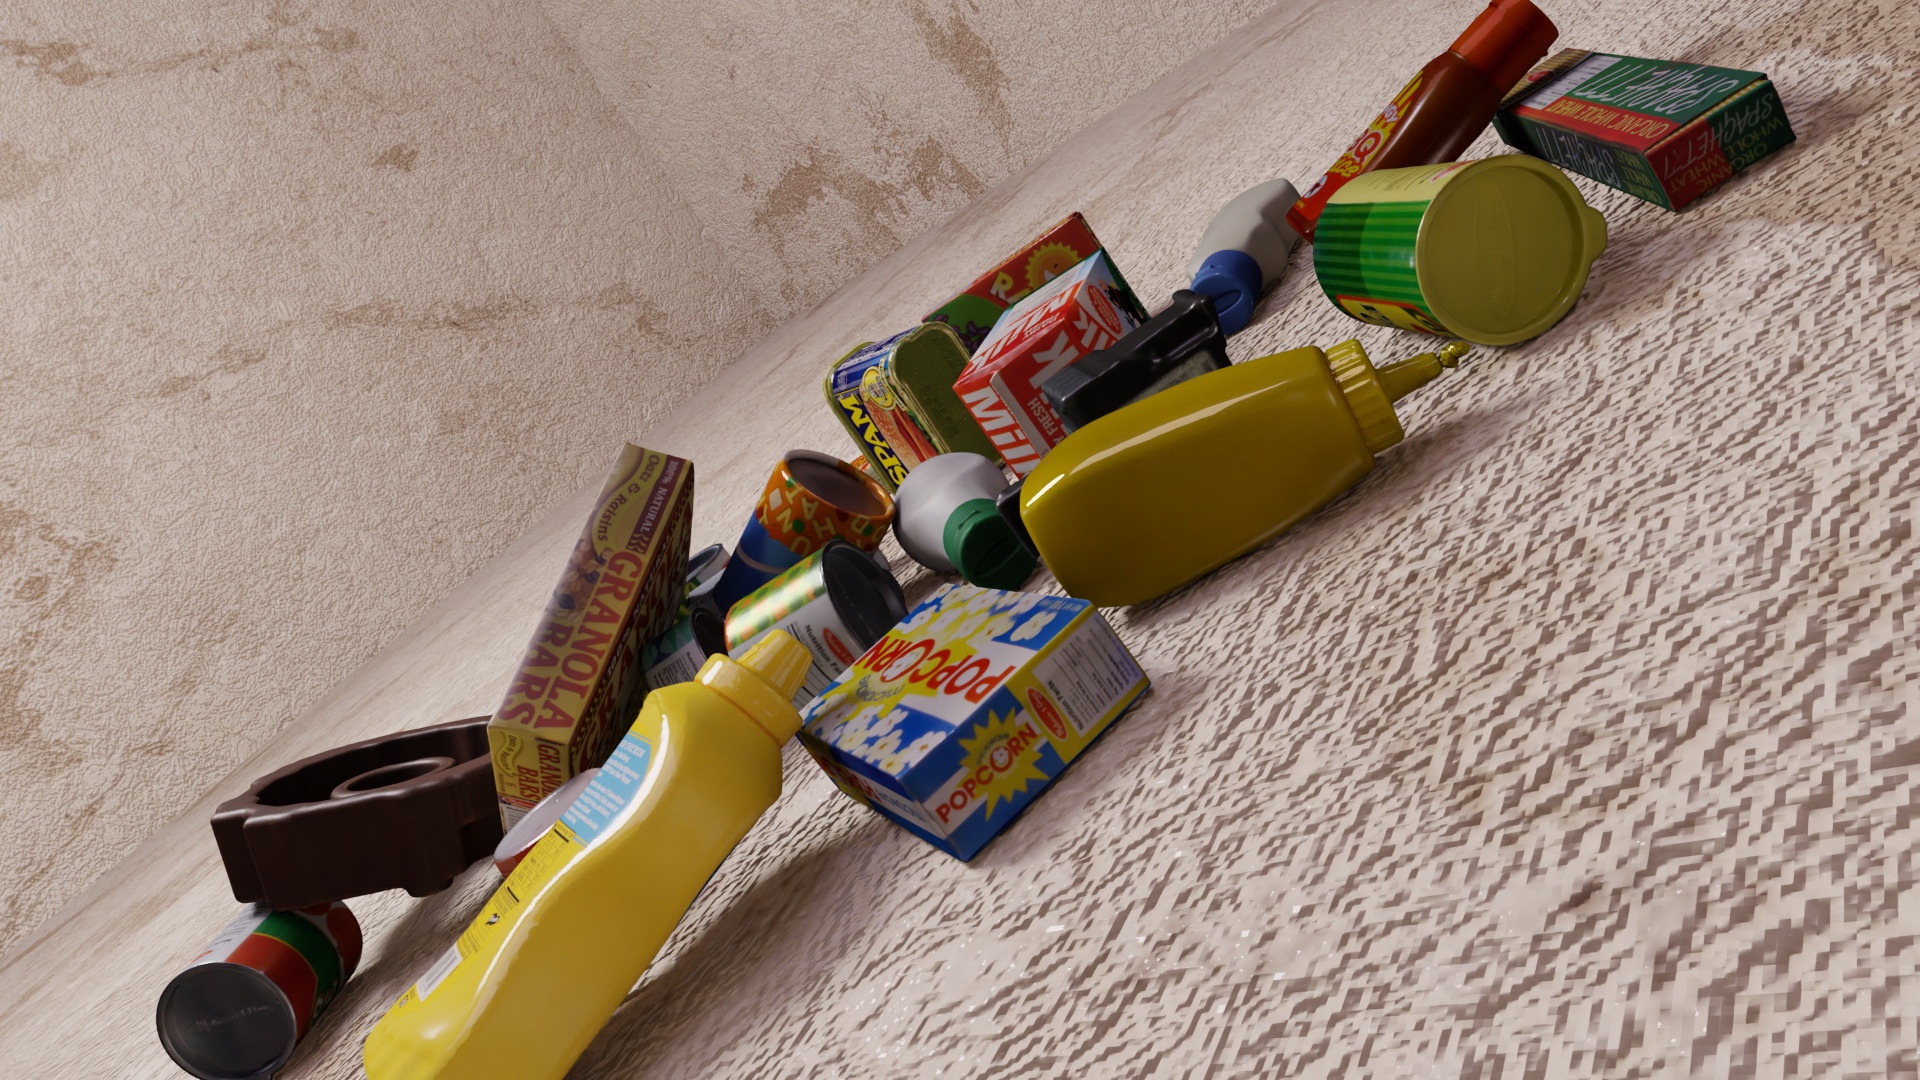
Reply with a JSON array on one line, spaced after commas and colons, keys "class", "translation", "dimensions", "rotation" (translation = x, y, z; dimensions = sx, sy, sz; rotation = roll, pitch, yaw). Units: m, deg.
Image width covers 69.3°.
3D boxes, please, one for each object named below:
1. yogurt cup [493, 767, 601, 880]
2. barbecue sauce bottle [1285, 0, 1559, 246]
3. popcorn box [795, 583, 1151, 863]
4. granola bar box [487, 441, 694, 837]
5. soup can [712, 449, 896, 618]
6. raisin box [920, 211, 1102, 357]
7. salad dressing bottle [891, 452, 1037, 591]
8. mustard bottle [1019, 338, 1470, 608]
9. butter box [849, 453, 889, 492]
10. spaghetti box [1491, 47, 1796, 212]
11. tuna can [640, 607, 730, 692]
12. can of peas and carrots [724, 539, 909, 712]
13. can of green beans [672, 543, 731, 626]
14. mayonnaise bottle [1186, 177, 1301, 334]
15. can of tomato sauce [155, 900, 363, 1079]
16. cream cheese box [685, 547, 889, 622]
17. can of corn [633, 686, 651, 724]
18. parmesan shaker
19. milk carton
[{"class": "yogurt cup", "translation": [-0.151, 0.130, 0.566], "dimensions": [0.072, 0.054, 0.072], "rotation": [-34, 14, 10]}, {"class": "barbecue sauce bottle", "translation": [0.230, -0.203, 0.694], "dimensions": [0.148, 0.043, 0.065], "rotation": [-48, 12, 18]}, {"class": "popcorn box", "translation": [-0.002, 0.058, 0.483], "dimensions": [0.085, 0.038, 0.126], "rotation": [-42, 15, -17]}, {"class": "granola bar box", "translation": [-0.175, 0.054, 0.676], "dimensions": [0.123, 0.039, 0.166], "rotation": [109, 177, -52]}, {"class": "soup can", "translation": [-0.077, 0.007, 0.708], "dimensions": [0.083, 0.071, 0.071], "rotation": [-61, 5, 21]}, {"class": "raisin box", "translation": [0.049, -0.147, 0.917], "dimensions": [0.123, 0.086, 0.040], "rotation": [-31, 10, 18]}, {"class": "salad dressing bottle", "translation": [0.002, -0.008, 0.675], "dimensions": [0.064, 0.044, 0.148], "rotation": [-41, 16, -1]}, {"class": "mustard bottle", "translation": [0.101, -0.031, 0.488], "dimensions": [0.160, 0.065, 0.049], "rotation": [-25, 22, 18]}, {"class": "butter box", "translation": [-0.042, -0.057, 0.966], "dimensions": [0.103, 0.024, 0.053], "rotation": [-29, 17, 25]}, {"class": "spaghetti box", "translation": [0.287, -0.188, 0.614], "dimensions": [0.050, 0.028, 0.251], "rotation": [-32, 15, 17]}, {"class": "tuna can", "translation": [-0.121, 0.068, 0.669], "dimensions": [0.033, 0.071, 0.071], "rotation": [-35, 14, 6]}, {"class": "can of peas and carrots", "translation": [-0.061, 0.041, 0.618], "dimensions": [0.058, 0.071, 0.071], "rotation": [-32, 15, 19]}, {"class": "can of green beans", "translation": [-0.152, 0.044, 0.830], "dimensions": [0.071, 0.057, 0.071], "rotation": [-33, 15, 10]}, {"class": "mayonnaise bottle", "translation": [0.162, -0.163, 0.804], "dimensions": [0.064, 0.041, 0.149], "rotation": [-28, 17, 33]}, {"class": "can of tomato sauce", "translation": [-0.349, 0.223, 0.701], "dimensions": [0.071, 0.071, 0.083], "rotation": [-34, 11, 6]}, {"class": "cream cheese box", "translation": [-0.096, 0.023, 0.778], "dimensions": [0.104, 0.053, 0.024], "rotation": [-36, 18, -1]}, {"class": "can of corn", "translation": [-0.195, 0.090, 0.774], "dimensions": [0.058, 0.071, 0.071], "rotation": [-40, 15, -14]}, {"class": "parmesan shaker", "translation": [0.188, -0.113, 0.538], "dimensions": [0.071, 0.071, 0.103], "rotation": [-36, 14, 1]}, {"class": "milk carton", "translation": [0.055, -0.090, 0.753], "dimensions": [0.073, 0.072, 0.191], "rotation": [-29, 15, 25]}]
